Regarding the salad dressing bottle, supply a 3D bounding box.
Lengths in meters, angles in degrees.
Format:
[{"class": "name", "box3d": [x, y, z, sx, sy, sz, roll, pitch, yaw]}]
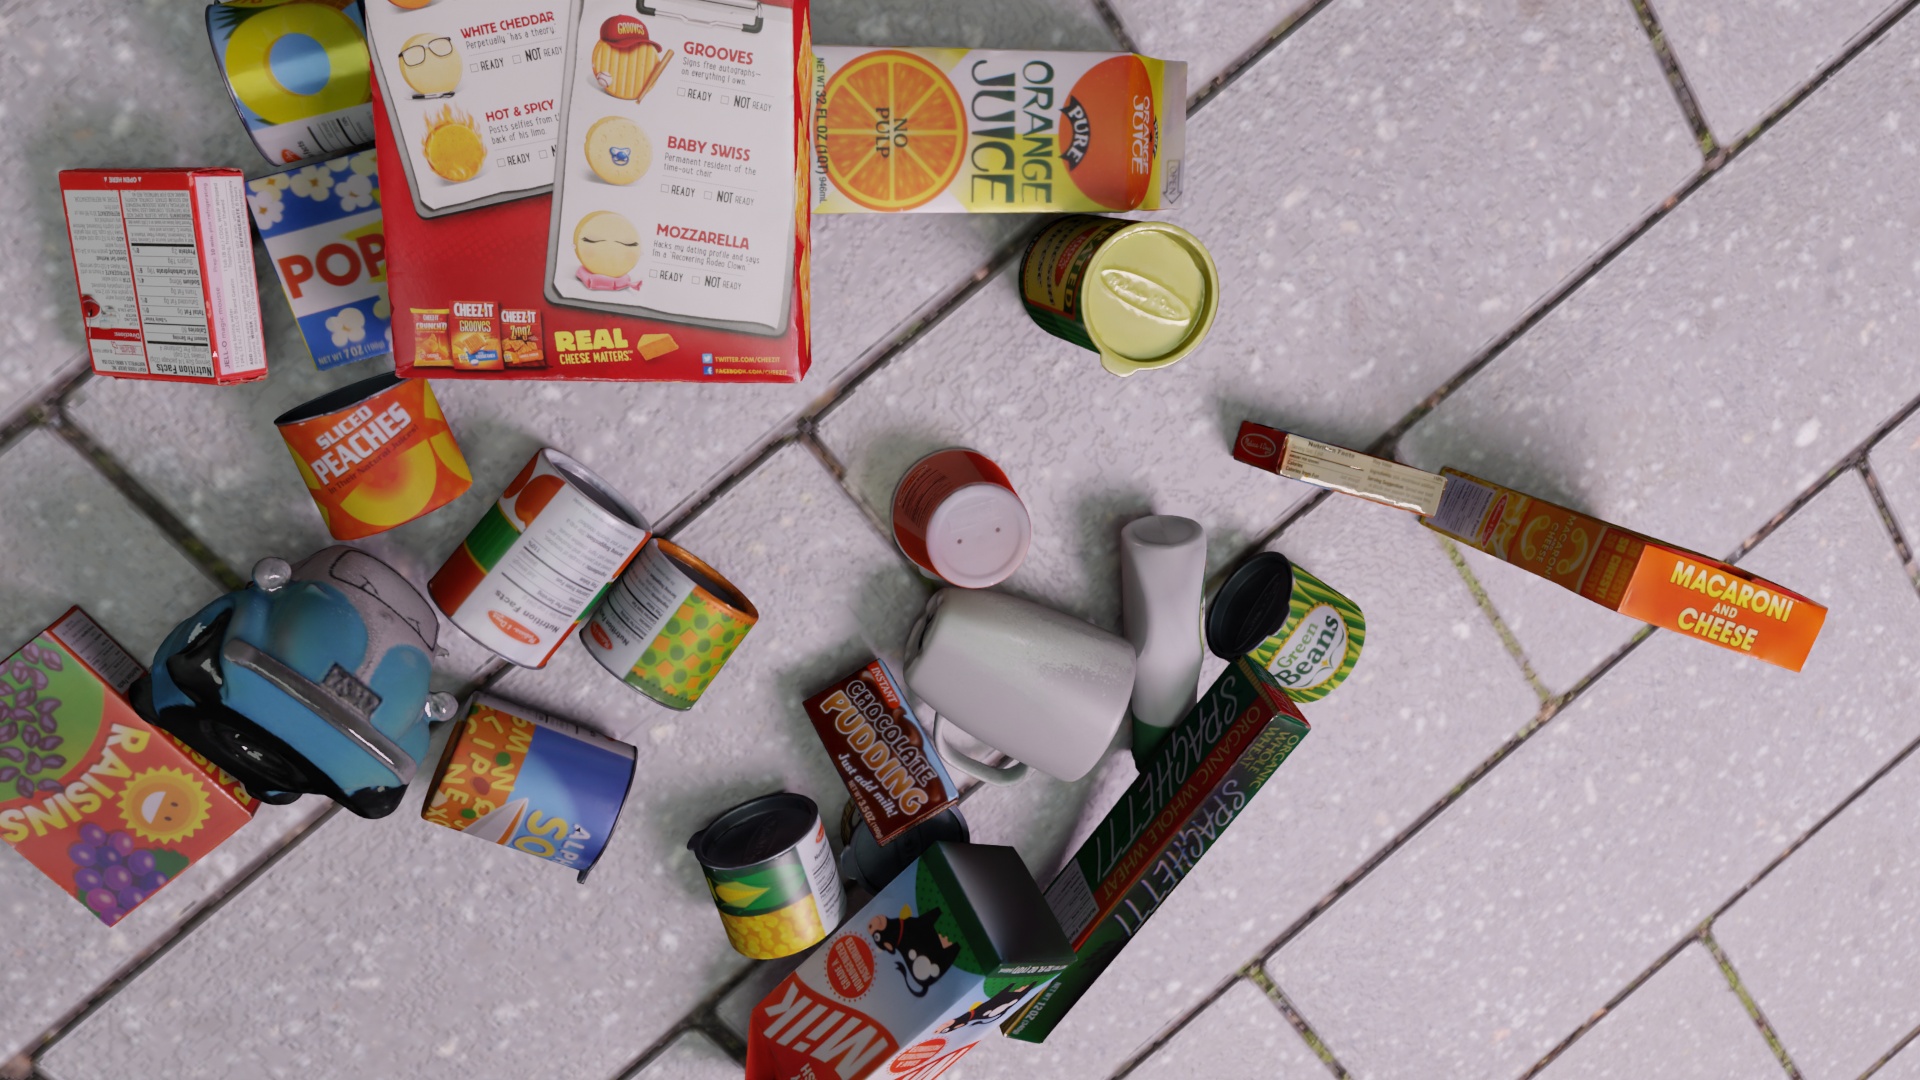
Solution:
[{"class": "salad dressing bottle", "box3d": [0.111, 0.061, 0.754, 0.044, 0.064, 0.147, -5, 115, -1]}]

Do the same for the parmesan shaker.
[{"class": "parmesan shaker", "box3d": [0.071, -0.120, 0.668, 0.071, 0.103, 0.071, -4, 106, -14]}]

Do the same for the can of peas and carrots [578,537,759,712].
[{"class": "can of peas and carrots", "box3d": [-0.140, 0.041, 0.677, 0.071, 0.071, 0.058, 36, 93, -21]}]

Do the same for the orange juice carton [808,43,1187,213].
[{"class": "orange juice carton", "box3d": [0.017, -0.190, 0.650, 0.193, 0.073, 0.071, -4, 105, -14]}]

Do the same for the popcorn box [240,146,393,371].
[{"class": "popcorn box", "box3d": [-0.236, -0.134, 0.616, 0.127, 0.038, 0.085, -18, 107, -9]}]

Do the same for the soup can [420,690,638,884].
[{"class": "soup can", "box3d": [-0.210, 0.120, 0.677, 0.084, 0.071, 0.071, 24, 98, -19]}]

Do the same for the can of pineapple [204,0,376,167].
[{"class": "can of pineapple", "box3d": [-0.269, -0.197, 0.576, 0.058, 0.071, 0.070, -18, 109, -10]}]

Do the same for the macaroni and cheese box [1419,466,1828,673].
[{"class": "macaroni and cheese box", "box3d": [0.347, 0.011, 0.744, 0.124, 0.167, 0.040, 17, 100, -19]}]

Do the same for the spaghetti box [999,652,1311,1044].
[{"class": "spaghetti box", "box3d": [0.095, 0.171, 0.752, 0.028, 0.050, 0.249, 24, 111, -29]}]

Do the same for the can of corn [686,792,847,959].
[{"class": "can of corn", "box3d": [-0.100, 0.175, 0.724, 0.071, 0.071, 0.058, -19, 109, -9]}]

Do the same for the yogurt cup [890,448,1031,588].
[{"class": "yogurt cup", "box3d": [0.003, -0.009, 0.707, 0.072, 0.054, 0.072, -4, 105, -14]}]

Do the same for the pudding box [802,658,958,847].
[{"class": "pudding box", "box3d": [-0.041, 0.110, 0.720, 0.050, 0.030, 0.084, -28, 76, -8]}]

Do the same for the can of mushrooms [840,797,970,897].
[{"class": "can of mushrooms", "box3d": [-0.033, 0.160, 0.755, 0.071, 0.033, 0.070, -4, 107, -14]}]

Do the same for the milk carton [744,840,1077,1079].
[{"class": "milk carton", "box3d": [-0.039, 0.245, 0.728, 0.190, 0.074, 0.072, -46, 146, 19]}]

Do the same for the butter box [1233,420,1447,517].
[{"class": "butter box", "box3d": [0.205, -0.039, 0.753, 0.103, 0.053, 0.024, 13, 99, -19]}]

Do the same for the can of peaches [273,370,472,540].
[{"class": "can of peaches", "box3d": [-0.260, -0.039, 0.619, 0.071, 0.071, 0.058, -21, 110, -8]}]

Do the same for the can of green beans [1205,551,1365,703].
[{"class": "can of green beans", "box3d": [0.179, 0.048, 0.763, 0.058, 0.071, 0.071, 31, 96, -21]}]

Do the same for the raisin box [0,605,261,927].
[{"class": "raisin box", "box3d": [-0.399, 0.105, 0.639, 0.086, 0.040, 0.123, -39, 110, -3]}]

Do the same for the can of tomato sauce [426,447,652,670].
[{"class": "can of tomato sauce", "box3d": [-0.197, 0.007, 0.653, 0.071, 0.071, 0.083, 39, 92, -21]}]
